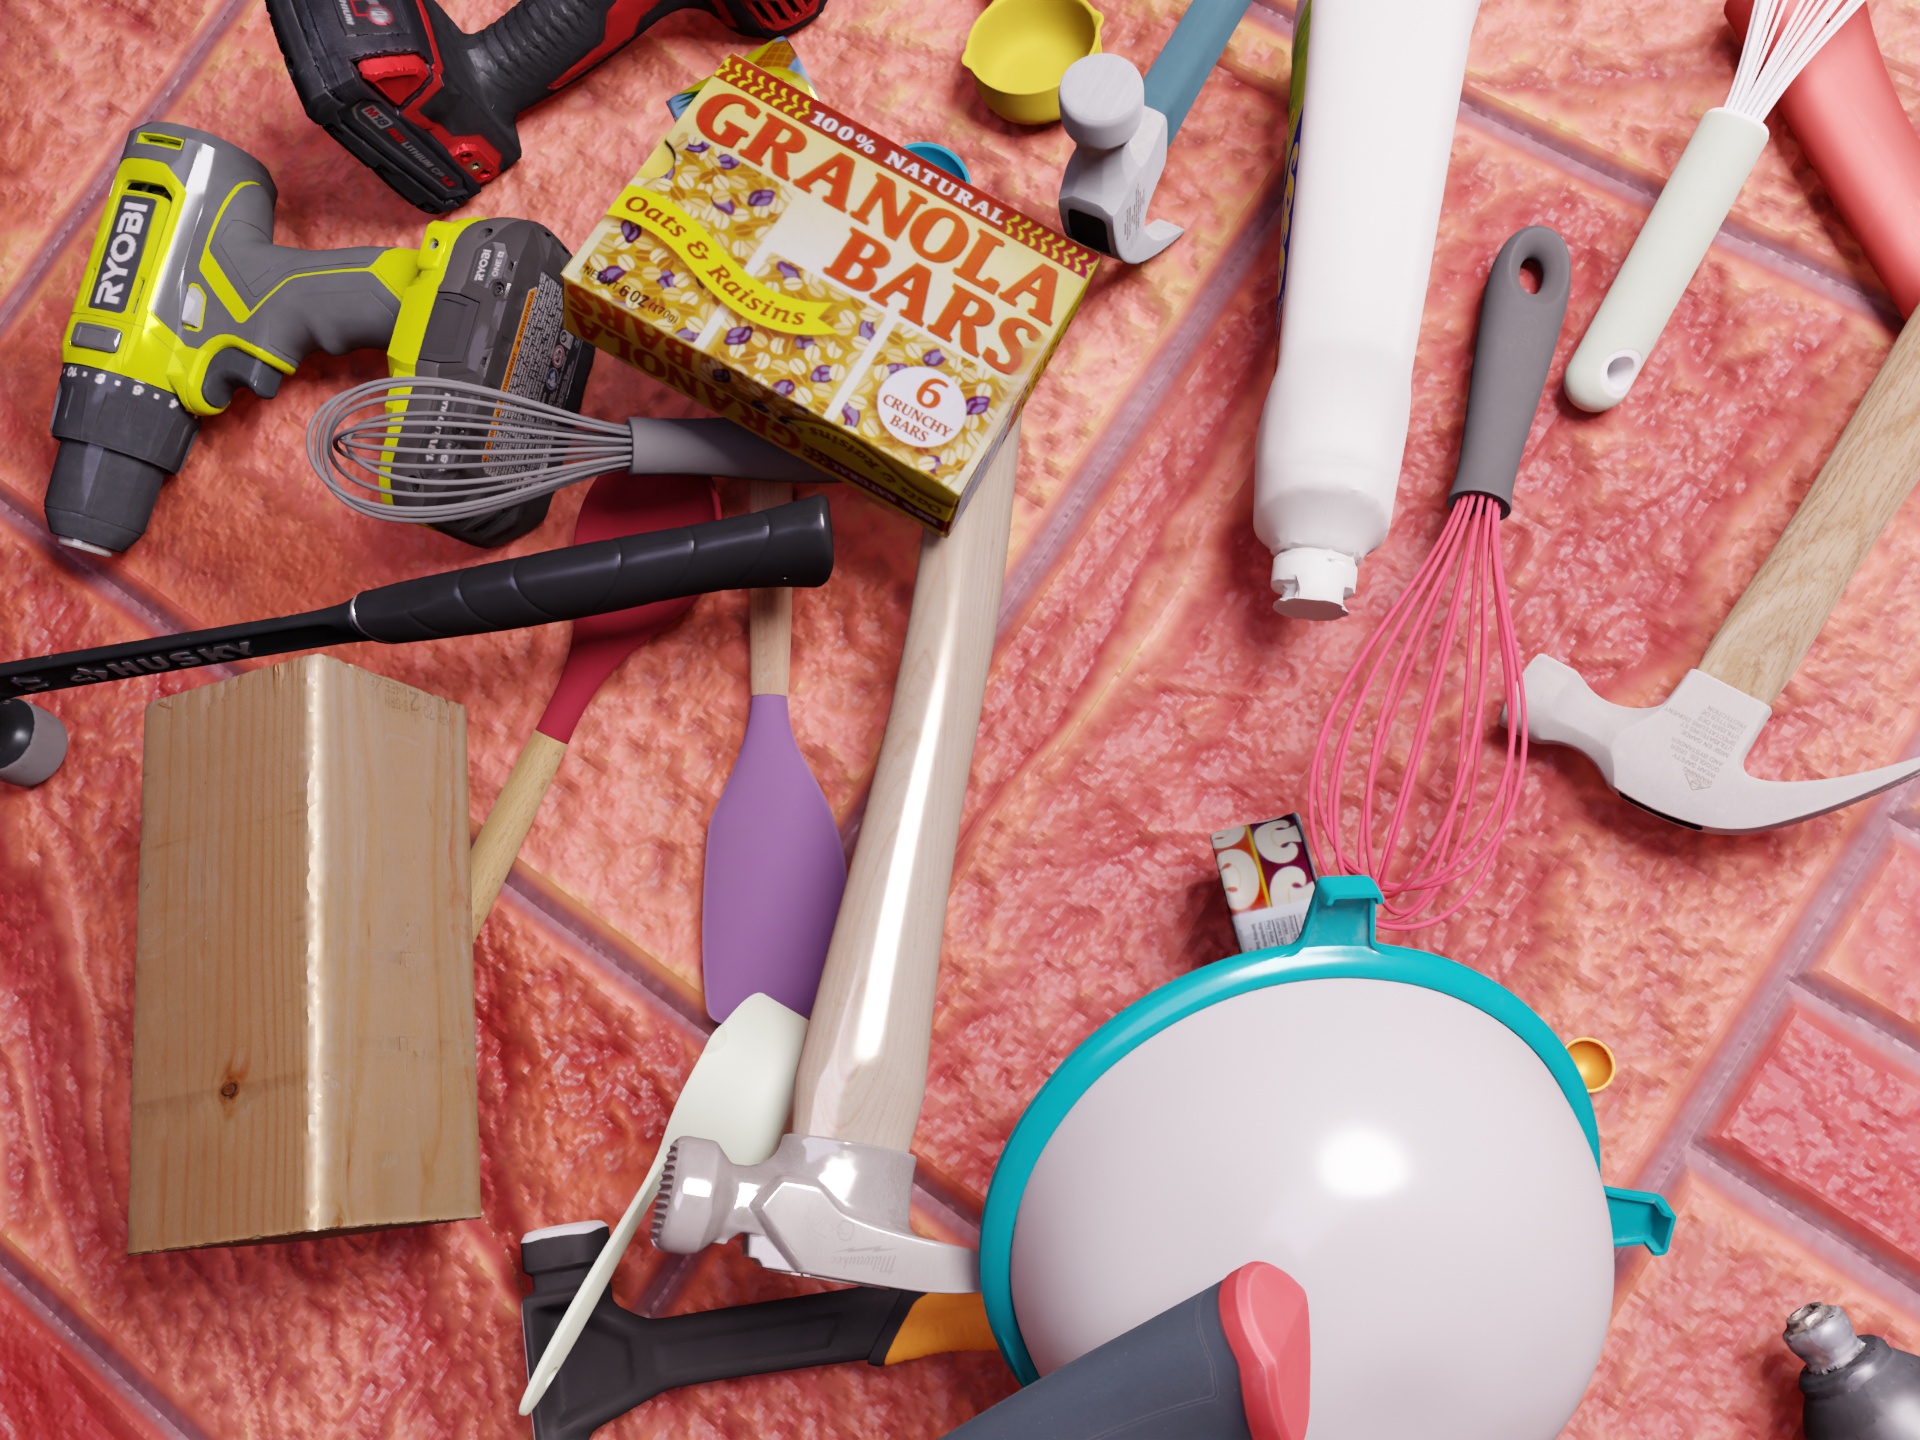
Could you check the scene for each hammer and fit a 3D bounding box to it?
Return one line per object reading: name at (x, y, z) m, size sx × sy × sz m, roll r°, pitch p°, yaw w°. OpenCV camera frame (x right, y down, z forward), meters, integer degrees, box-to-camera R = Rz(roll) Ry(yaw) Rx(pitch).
hammer at (0.334, -0.107, 0.556) m, size 0.130 × 0.031 × 0.331 m, roll 33°, pitch 95°, yaw 24°
hammer at (-0.247, -0.041, 0.625) m, size 0.409 × 0.149 × 0.036 m, roll -9°, pitch 68°, yaw 8°
hammer at (-0.001, -0.002, 0.599) m, size 0.146 × 0.038 × 0.411 m, roll 14°, pitch 70°, yaw -13°
hammer at (0.373, -0.126, 0.587) m, size 0.149 × 0.036 × 0.359 m, roll -23°, pitch 76°, yaw 5°
hammer at (0.126, -0.324, 0.641) m, size 0.033 × 0.128 × 0.331 m, roll 26°, pitch 75°, yaw 13°
hammer at (0.003, 0.224, 0.583) m, size 0.337 × 0.034 × 0.127 m, roll -12°, pitch 76°, yaw 8°
hammer at (-0.054, 0.253, 0.494) m, size 0.386 × 0.038 × 0.143 m, roll -42°, pitch 81°, yaw 28°

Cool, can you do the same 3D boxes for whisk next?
whisk at (0.293, -0.230, 0.593) m, size 0.057 × 0.059 × 0.246 m, roll 20°, pitch 103°, yaw -24°
whisk at (-0.127, -0.105, 0.623) m, size 0.239 × 0.055 × 0.055 m, roll -4°, pitch 76°, yaw -22°
whisk at (0.187, -0.063, 0.587) m, size 0.073 × 0.073 × 0.296 m, roll 14°, pitch 71°, yaw 13°

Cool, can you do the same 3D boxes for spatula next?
spatula at (-0.077, -0.035, 0.659) m, size 0.060 × 0.018 × 0.316 m, roll -2°, pitch 79°, yaw 5°

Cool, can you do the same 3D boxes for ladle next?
ladle at (-0.181, 0.031, 0.660) m, size 0.069 × 0.031 × 0.315 m, roll 24°, pitch 86°, yaw 19°

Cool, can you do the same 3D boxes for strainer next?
strainer at (0.069, 0.224, 0.495) m, size 0.340 × 0.095 × 0.210 m, roll -42°, pitch 111°, yaw 6°

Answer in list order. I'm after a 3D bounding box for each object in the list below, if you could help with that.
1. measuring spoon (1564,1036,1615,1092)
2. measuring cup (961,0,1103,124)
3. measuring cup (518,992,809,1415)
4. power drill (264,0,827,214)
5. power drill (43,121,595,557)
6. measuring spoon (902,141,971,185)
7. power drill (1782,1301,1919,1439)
measuring spoon at (0.181, 0.141, 0.582) m, size 0.117 × 0.011 × 0.021 m, roll -21°, pitch 76°, yaw 9°
measuring cup at (0.024, -0.326, 0.702) m, size 0.062 × 0.029 × 0.157 m, roll -15°, pitch 65°, yaw 7°
measuring cup at (-0.095, 0.174, 0.565) m, size 0.038 × 0.083 × 0.168 m, roll 23°, pitch 52°, yaw 10°
power drill at (-0.169, -0.313, 0.670) m, size 0.219 × 0.143 × 0.079 m, roll -23°, pitch 78°, yaw 7°
power drill at (-0.288, -0.149, 0.692) m, size 0.228 × 0.080 × 0.190 m, roll 13°, pitch 85°, yaw 15°
measuring spoon at (-0.047, -0.195, 0.680) m, size 0.128 × 0.021 × 0.042 m, roll -44°, pitch 83°, yaw -5°
power drill at (0.253, 0.304, 0.500) m, size 0.226 × 0.084 × 0.164 m, roll -32°, pitch 74°, yaw -2°
